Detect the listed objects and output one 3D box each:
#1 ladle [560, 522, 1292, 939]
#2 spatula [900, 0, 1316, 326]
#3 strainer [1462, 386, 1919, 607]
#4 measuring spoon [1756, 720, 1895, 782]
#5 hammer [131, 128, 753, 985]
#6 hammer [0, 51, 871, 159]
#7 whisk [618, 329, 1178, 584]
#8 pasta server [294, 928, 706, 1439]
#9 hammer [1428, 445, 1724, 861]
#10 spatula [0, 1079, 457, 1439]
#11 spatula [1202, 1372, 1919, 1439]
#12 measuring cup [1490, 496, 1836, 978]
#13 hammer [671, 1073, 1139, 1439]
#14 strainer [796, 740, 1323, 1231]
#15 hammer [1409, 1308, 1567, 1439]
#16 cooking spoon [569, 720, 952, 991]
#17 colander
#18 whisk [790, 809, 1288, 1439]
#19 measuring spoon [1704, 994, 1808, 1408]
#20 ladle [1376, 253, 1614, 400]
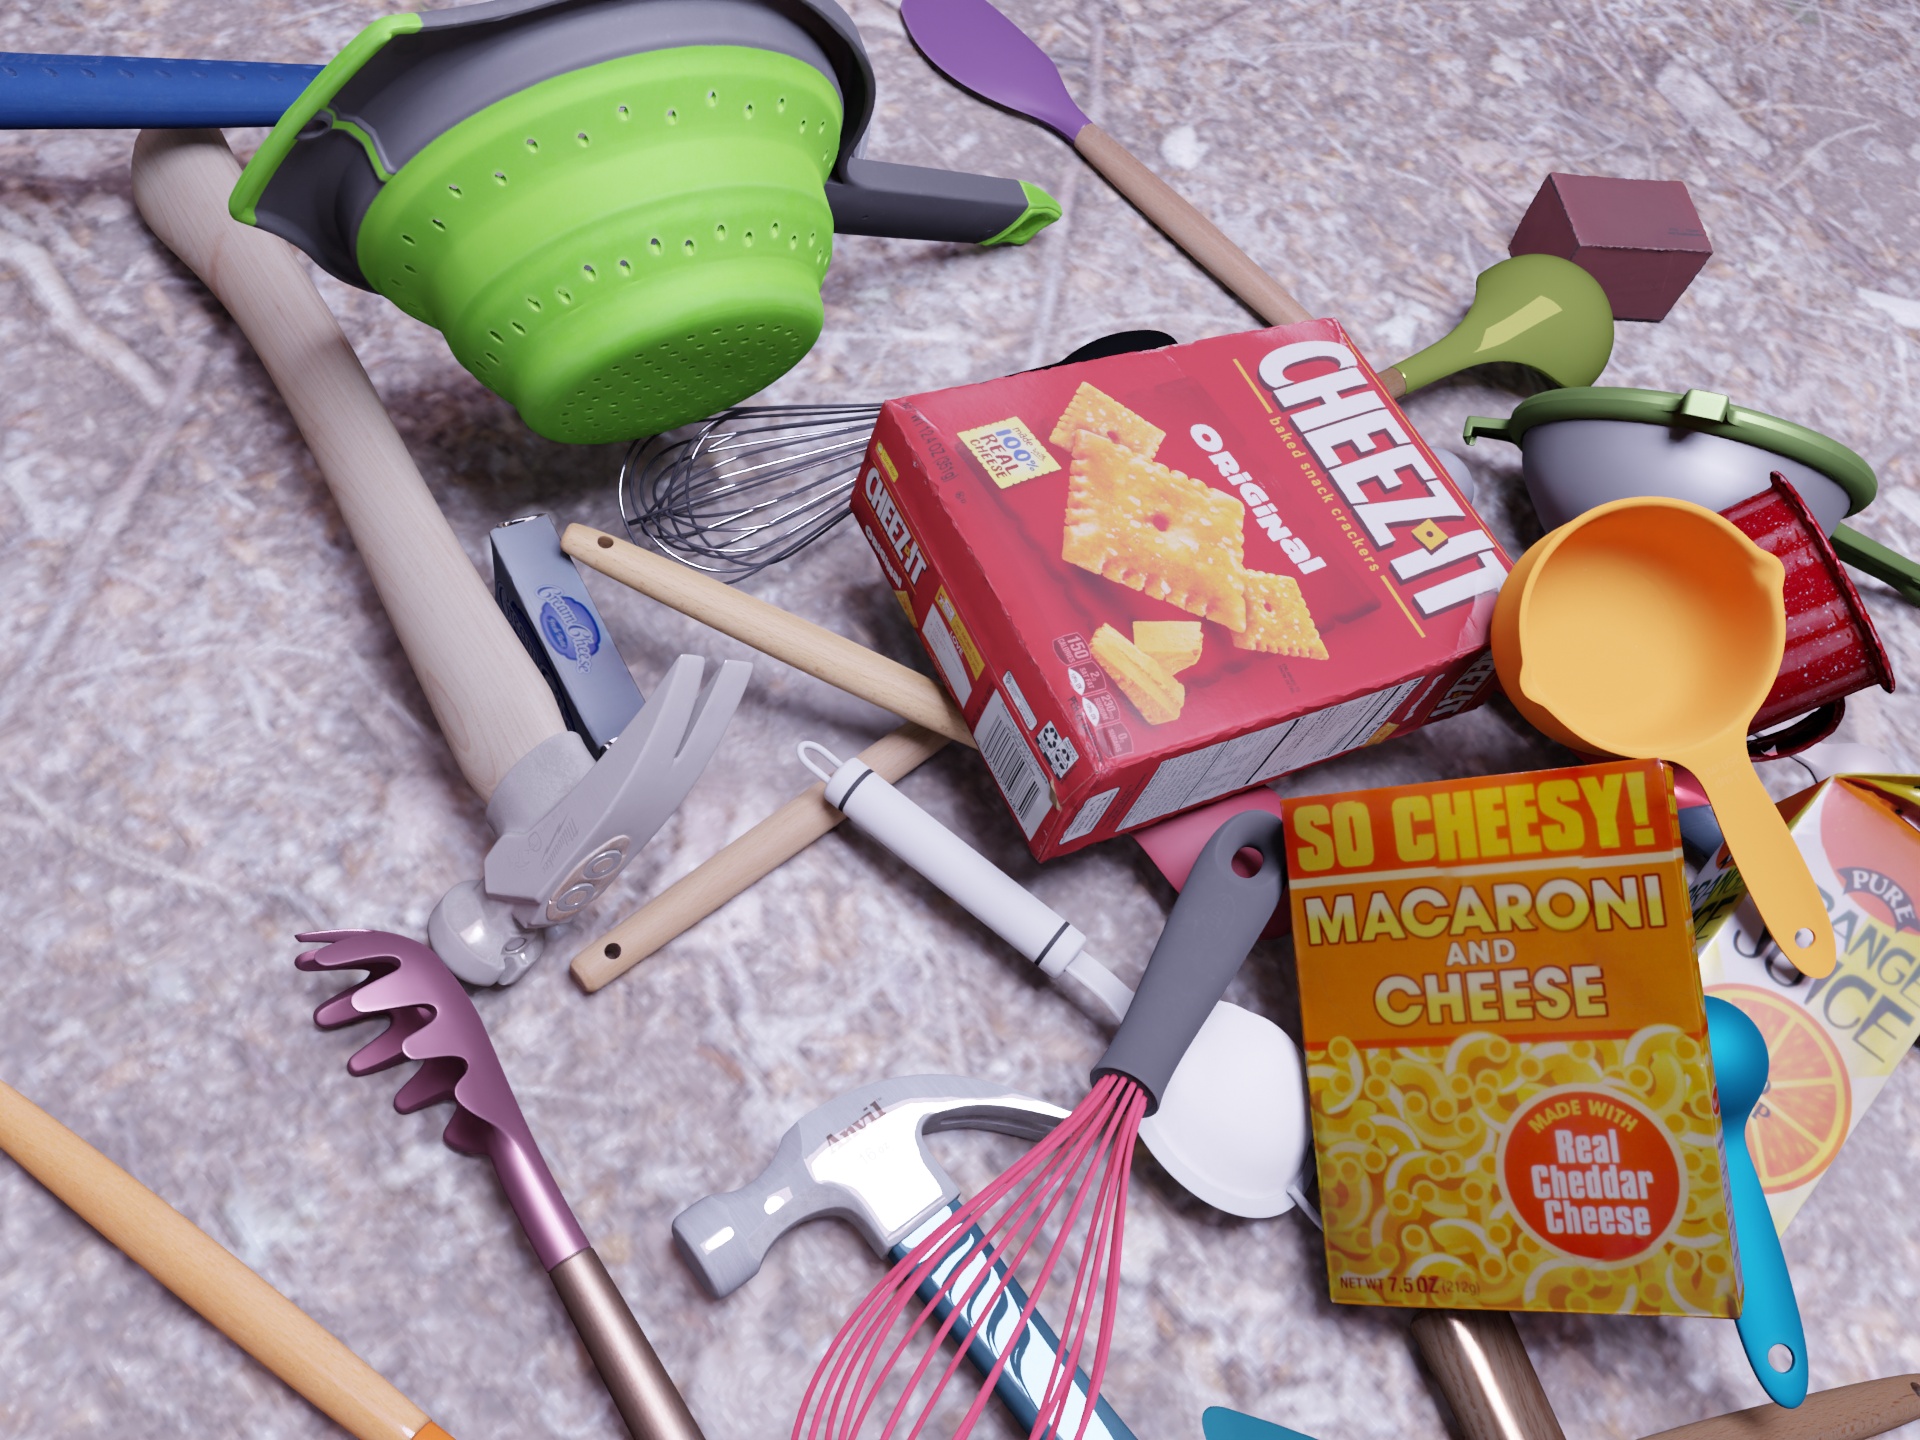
[{"bbox_3d":[-0.001,-0.002,0.593,0.315,0.031,0.069,25,54,-6],"label":"ladle"},{"bbox_3d":[0.079,-0.282,0.810,0.060,0.018,0.316,-34,70,-26],"label":"spatula"},{"bbox_3d":[0.353,-0.072,0.711,0.256,0.151,0.069,19,89,-21],"label":"strainer"},{"bbox_3d":[0.359,-0.004,0.703,0.124,0.018,0.034,37,60,12],"label":"measuring spoon"},{"bbox_3d":[-0.220,-0.108,0.593,0.038,0.146,0.411,6,43,-56],"label":"hammer"},{"bbox_3d":[-0.227,-0.265,0.676,0.405,0.035,0.144,-11,47,-26],"label":"hammer"},{"bbox_3d":[-0.015,-0.126,0.678,0.284,0.070,0.070,-24,67,-28],"label":"whisk"},{"bbox_3d":[-0.111,0.190,0.478,0.040,0.060,0.316,-25,72,-33],"label":"pasta server"},{"bbox_3d":[0.296,0.045,0.650,0.386,0.038,0.143,42,62,14],"label":"hammer"},{"bbox_3d":[-0.180,0.196,0.457,0.323,0.041,0.081,32,94,11],"label":"spatula"},{"bbox_3d":[0.205,0.228,0.481,0.317,0.044,0.082,1,47,-28],"label":"spatula"},{"bbox_3d":[0.248,0.007,0.550,0.095,0.052,0.173,-27,90,1],"label":"measuring cup"},{"bbox_3d":[0.058,0.248,0.483,0.128,0.033,0.331,-33,71,-25],"label":"hammer"},{"bbox_3d":[0.042,0.086,0.561,0.258,0.050,0.087,37,38,9],"label":"strainer"},{"bbox_3d":[0.217,0.331,0.456,0.130,0.031,0.332,-2,55,-32],"label":"hammer"},{"bbox_3d":[-0.016,0.006,0.618,0.319,0.017,0.069,-35,87,-27],"label":"cooking spoon"},{"bbox_3d":[-0.065,-0.174,0.617,0.397,0.204,0.094,-18,84,-52],"label":"colander"},{"bbox_3d":[0.041,0.126,0.478,0.073,0.073,0.296,32,50,8],"label":"whisk"},{"bbox_3d":[0.250,0.150,0.505,0.042,0.021,0.129,-7,72,-1],"label":"measuring spoon"},{"bbox_3d":[0.178,-0.141,0.741,0.320,0.062,0.078,-26,73,-17],"label":"ladle"}]
